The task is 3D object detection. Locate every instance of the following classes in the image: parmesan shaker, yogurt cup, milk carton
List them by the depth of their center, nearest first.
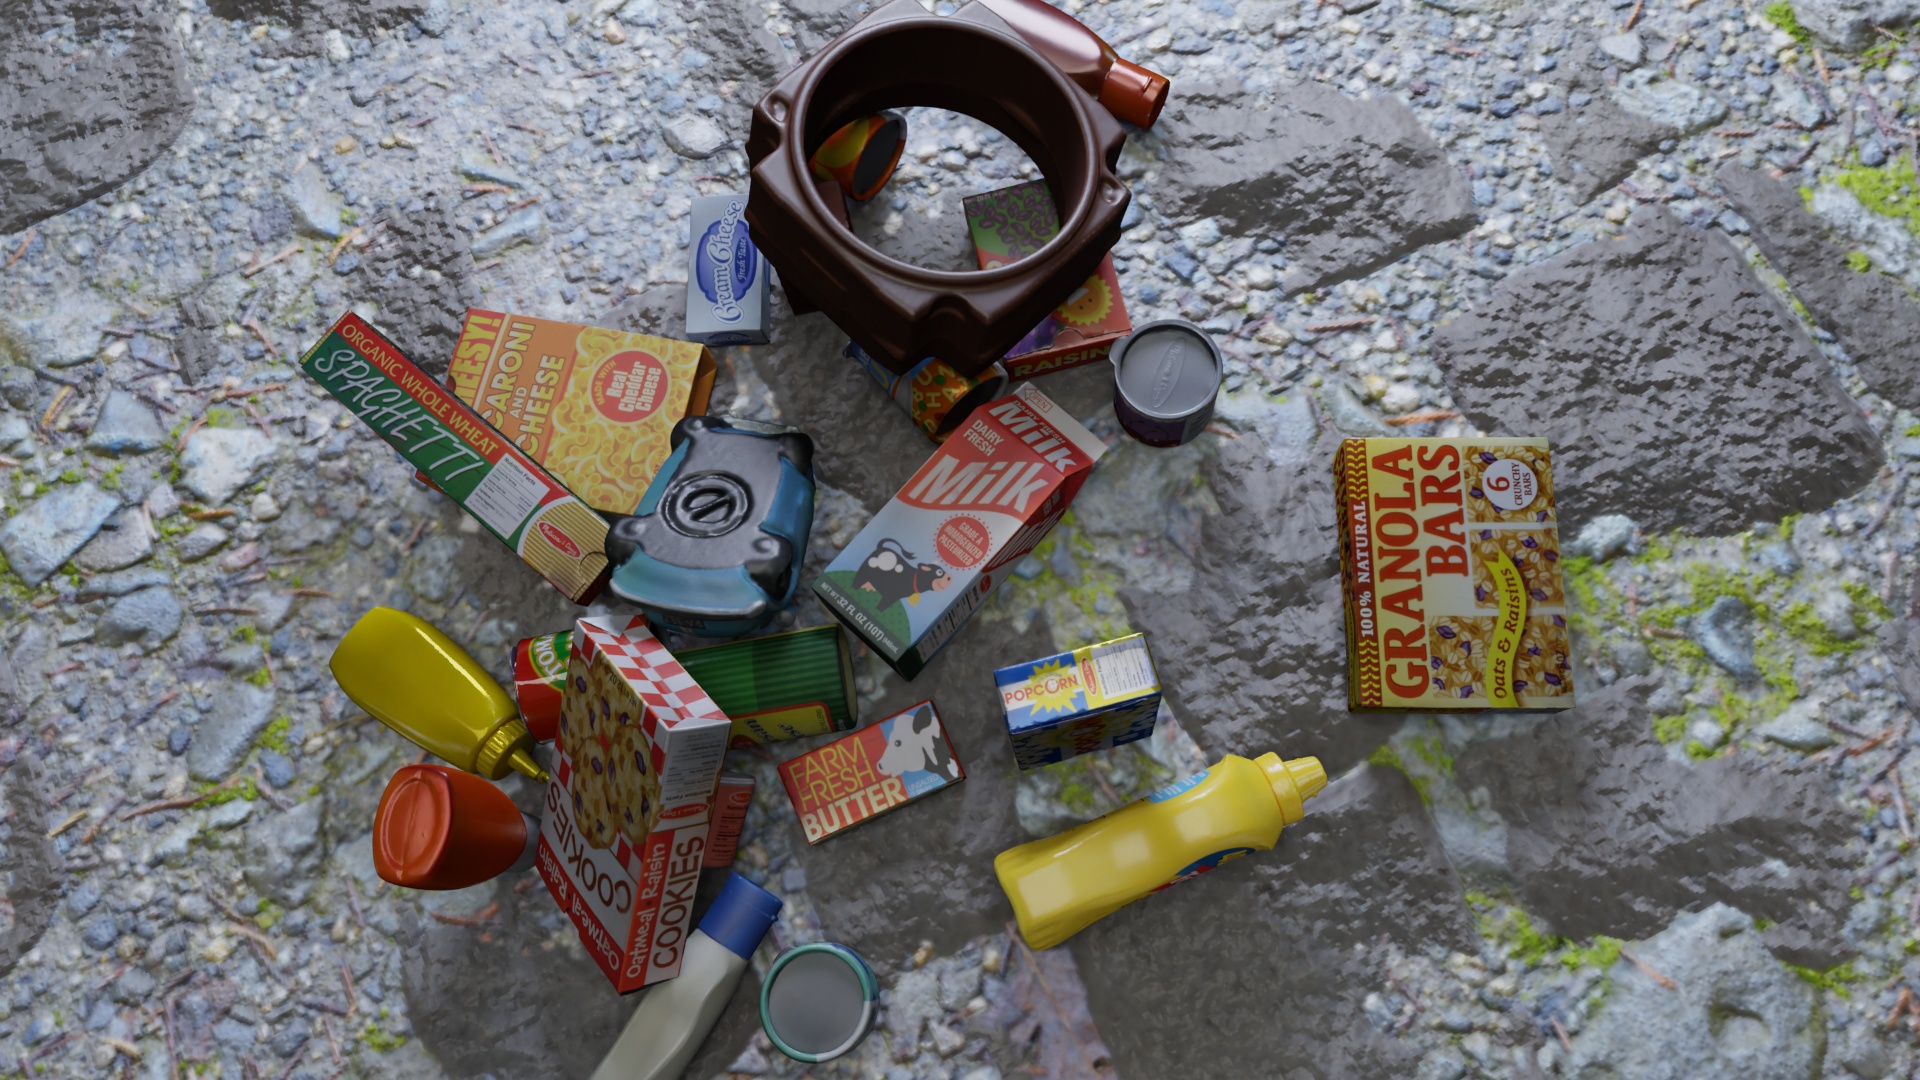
[{"bbox_3d":[-0.158,0.163,0.823,0.072,0.072,0.054,7,83,7],"label":"yogurt cup"},{"bbox_3d":[-0.118,0.089,0.835,0.103,0.071,0.071,-10,74,2],"label":"parmesan shaker"},{"bbox_3d":[0.003,-0.011,0.854,0.072,0.073,0.191,41,81,14],"label":"milk carton"}]

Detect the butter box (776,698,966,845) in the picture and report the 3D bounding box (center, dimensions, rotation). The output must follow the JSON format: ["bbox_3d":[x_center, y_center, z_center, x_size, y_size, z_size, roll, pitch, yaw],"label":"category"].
[{"bbox_3d":[-0.054,0.141,0.840,0.103,0.024,0.053,-23,74,-2],"label":"butter box"}]

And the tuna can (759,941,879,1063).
[{"bbox_3d":[-0.083,0.264,0.802,0.071,0.032,0.071,-1,74,4],"label":"tuna can"}]

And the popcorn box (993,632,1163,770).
[{"bbox_3d":[0.067,0.094,0.791,0.085,0.126,0.038,-16,71,0],"label":"popcorn box"}]

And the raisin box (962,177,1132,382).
[{"bbox_3d":[0.057,-0.175,0.915,0.086,0.040,0.123,-13,74,0],"label":"raisin box"}]

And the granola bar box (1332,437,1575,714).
[{"bbox_3d":[0.295,0.021,0.839,0.124,0.039,0.166,0,74,4],"label":"granola bar box"}]

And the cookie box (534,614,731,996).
[{"bbox_3d":[-0.187,0.144,0.771,0.123,0.040,0.166,35,118,44],"label":"cookie box"}]

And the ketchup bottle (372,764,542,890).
[{"bbox_3d":[-0.277,0.166,0.786,0.043,0.148,0.065,4,74,6],"label":"ketchup bottle"}]

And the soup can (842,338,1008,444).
[{"bbox_3d":[-0.022,-0.111,0.888,0.071,0.071,0.084,-40,75,-7],"label":"soup can"}]

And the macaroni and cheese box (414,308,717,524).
[{"bbox_3d":[-0.257,-0.080,0.911,0.166,0.040,0.124,10,75,8],"label":"macaroni and cheese box"}]

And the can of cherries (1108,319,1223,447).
[{"bbox_3d":[0.128,-0.100,0.878,0.071,0.058,0.071,-1,75,5],"label":"can of cherries"}]

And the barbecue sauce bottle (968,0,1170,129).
[{"bbox_3d":[0.070,-0.329,0.956,0.149,0.043,0.065,28,78,11],"label":"barbecue sauce bottle"}]

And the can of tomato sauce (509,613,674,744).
[{"bbox_3d":[-0.221,0.082,0.847,0.083,0.071,0.071,-12,74,0],"label":"can of tomato sauce"}]

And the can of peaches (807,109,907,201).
[{"bbox_3d":[-0.078,-0.270,0.940,0.058,0.071,0.071,33,79,12],"label":"can of peaches"}]

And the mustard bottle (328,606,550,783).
[{"bbox_3d":[-0.313,0.106,0.858,0.160,0.048,0.065,35,79,12],"label":"mustard bottle"}]

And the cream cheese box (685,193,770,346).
[{"bbox_3d":[-0.157,-0.183,0.942,0.053,0.024,0.104,-3,74,5],"label":"cream cheese box"}]

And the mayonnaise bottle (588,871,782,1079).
[{"bbox_3d":[-0.157,0.263,0.796,0.041,0.064,0.148,29,74,14],"label":"mayonnaise bottle"}]

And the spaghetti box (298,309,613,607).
[{"bbox_3d":[-0.311,-0.054,0.872,0.250,0.028,0.050,38,84,12],"label":"spaghetti box"}]
